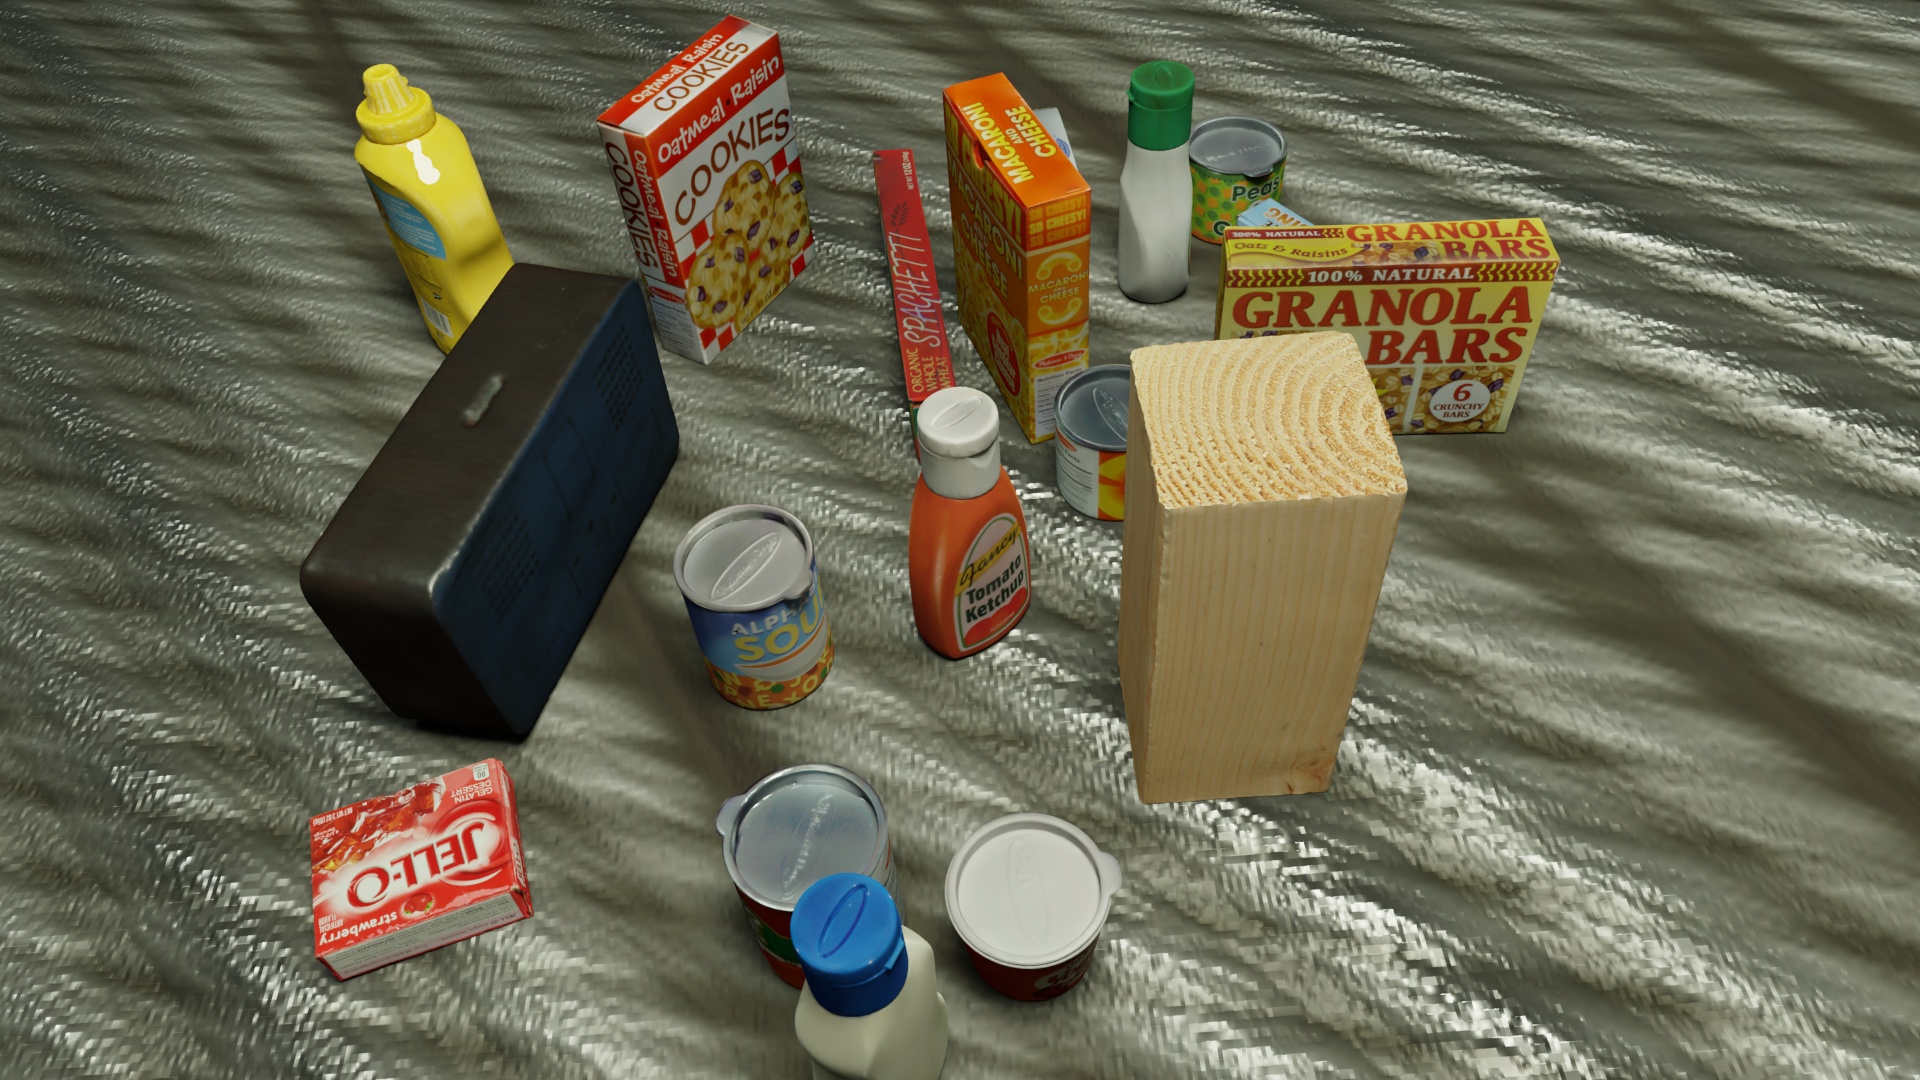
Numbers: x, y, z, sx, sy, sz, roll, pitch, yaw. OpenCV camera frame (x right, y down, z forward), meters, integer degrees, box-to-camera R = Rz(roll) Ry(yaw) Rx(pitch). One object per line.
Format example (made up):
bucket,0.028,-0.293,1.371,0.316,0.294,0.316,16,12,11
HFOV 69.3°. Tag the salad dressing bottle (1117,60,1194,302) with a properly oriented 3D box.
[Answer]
salad dressing bottle,0.118,-0.214,0.838,0.044,0.146,0.064,-9,49,-2

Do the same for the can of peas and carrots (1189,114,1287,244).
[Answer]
can of peas and carrots,0.179,-0.235,0.910,0.071,0.058,0.071,-2,49,3

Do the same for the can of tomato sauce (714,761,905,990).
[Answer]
can of tomato sauce,-0.061,0.143,0.584,0.071,0.082,0.071,-2,49,3

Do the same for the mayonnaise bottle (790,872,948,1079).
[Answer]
mayonnaise bottle,-0.034,0.172,0.513,0.041,0.147,0.065,19,53,20

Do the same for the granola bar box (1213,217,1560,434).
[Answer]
granola bar box,0.223,-0.114,0.757,0.166,0.123,0.039,-1,49,4

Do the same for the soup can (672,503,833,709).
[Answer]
soup can,-0.097,0.035,0.680,0.071,0.083,0.072,-2,49,3

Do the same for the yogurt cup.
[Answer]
yogurt cup,0.029,0.157,0.583,0.072,0.053,0.073,-2,49,3

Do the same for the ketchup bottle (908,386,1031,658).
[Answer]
ketchup bottle,0.002,-0.008,0.667,0.065,0.148,0.043,-37,56,-24

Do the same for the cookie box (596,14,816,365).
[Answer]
cookie box,-0.149,-0.211,0.844,0.040,0.166,0.123,22,54,22

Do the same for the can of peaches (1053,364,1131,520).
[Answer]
can of peaches,0.087,-0.054,0.760,0.071,0.057,0.071,-2,49,3

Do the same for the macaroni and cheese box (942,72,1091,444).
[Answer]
macaroni and cheese box,0.031,-0.156,0.782,0.040,0.165,0.124,-18,50,-11

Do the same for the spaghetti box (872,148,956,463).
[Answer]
spaghetti box,-0.029,-0.152,0.861,0.029,0.050,0.251,-8,49,-2

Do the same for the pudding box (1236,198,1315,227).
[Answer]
pudding box,0.207,-0.169,0.856,0.030,0.049,0.084,-32,54,-22

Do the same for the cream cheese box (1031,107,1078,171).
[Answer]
cream cheese box,0.062,-0.237,0.925,0.024,0.053,0.104,-8,49,-2
